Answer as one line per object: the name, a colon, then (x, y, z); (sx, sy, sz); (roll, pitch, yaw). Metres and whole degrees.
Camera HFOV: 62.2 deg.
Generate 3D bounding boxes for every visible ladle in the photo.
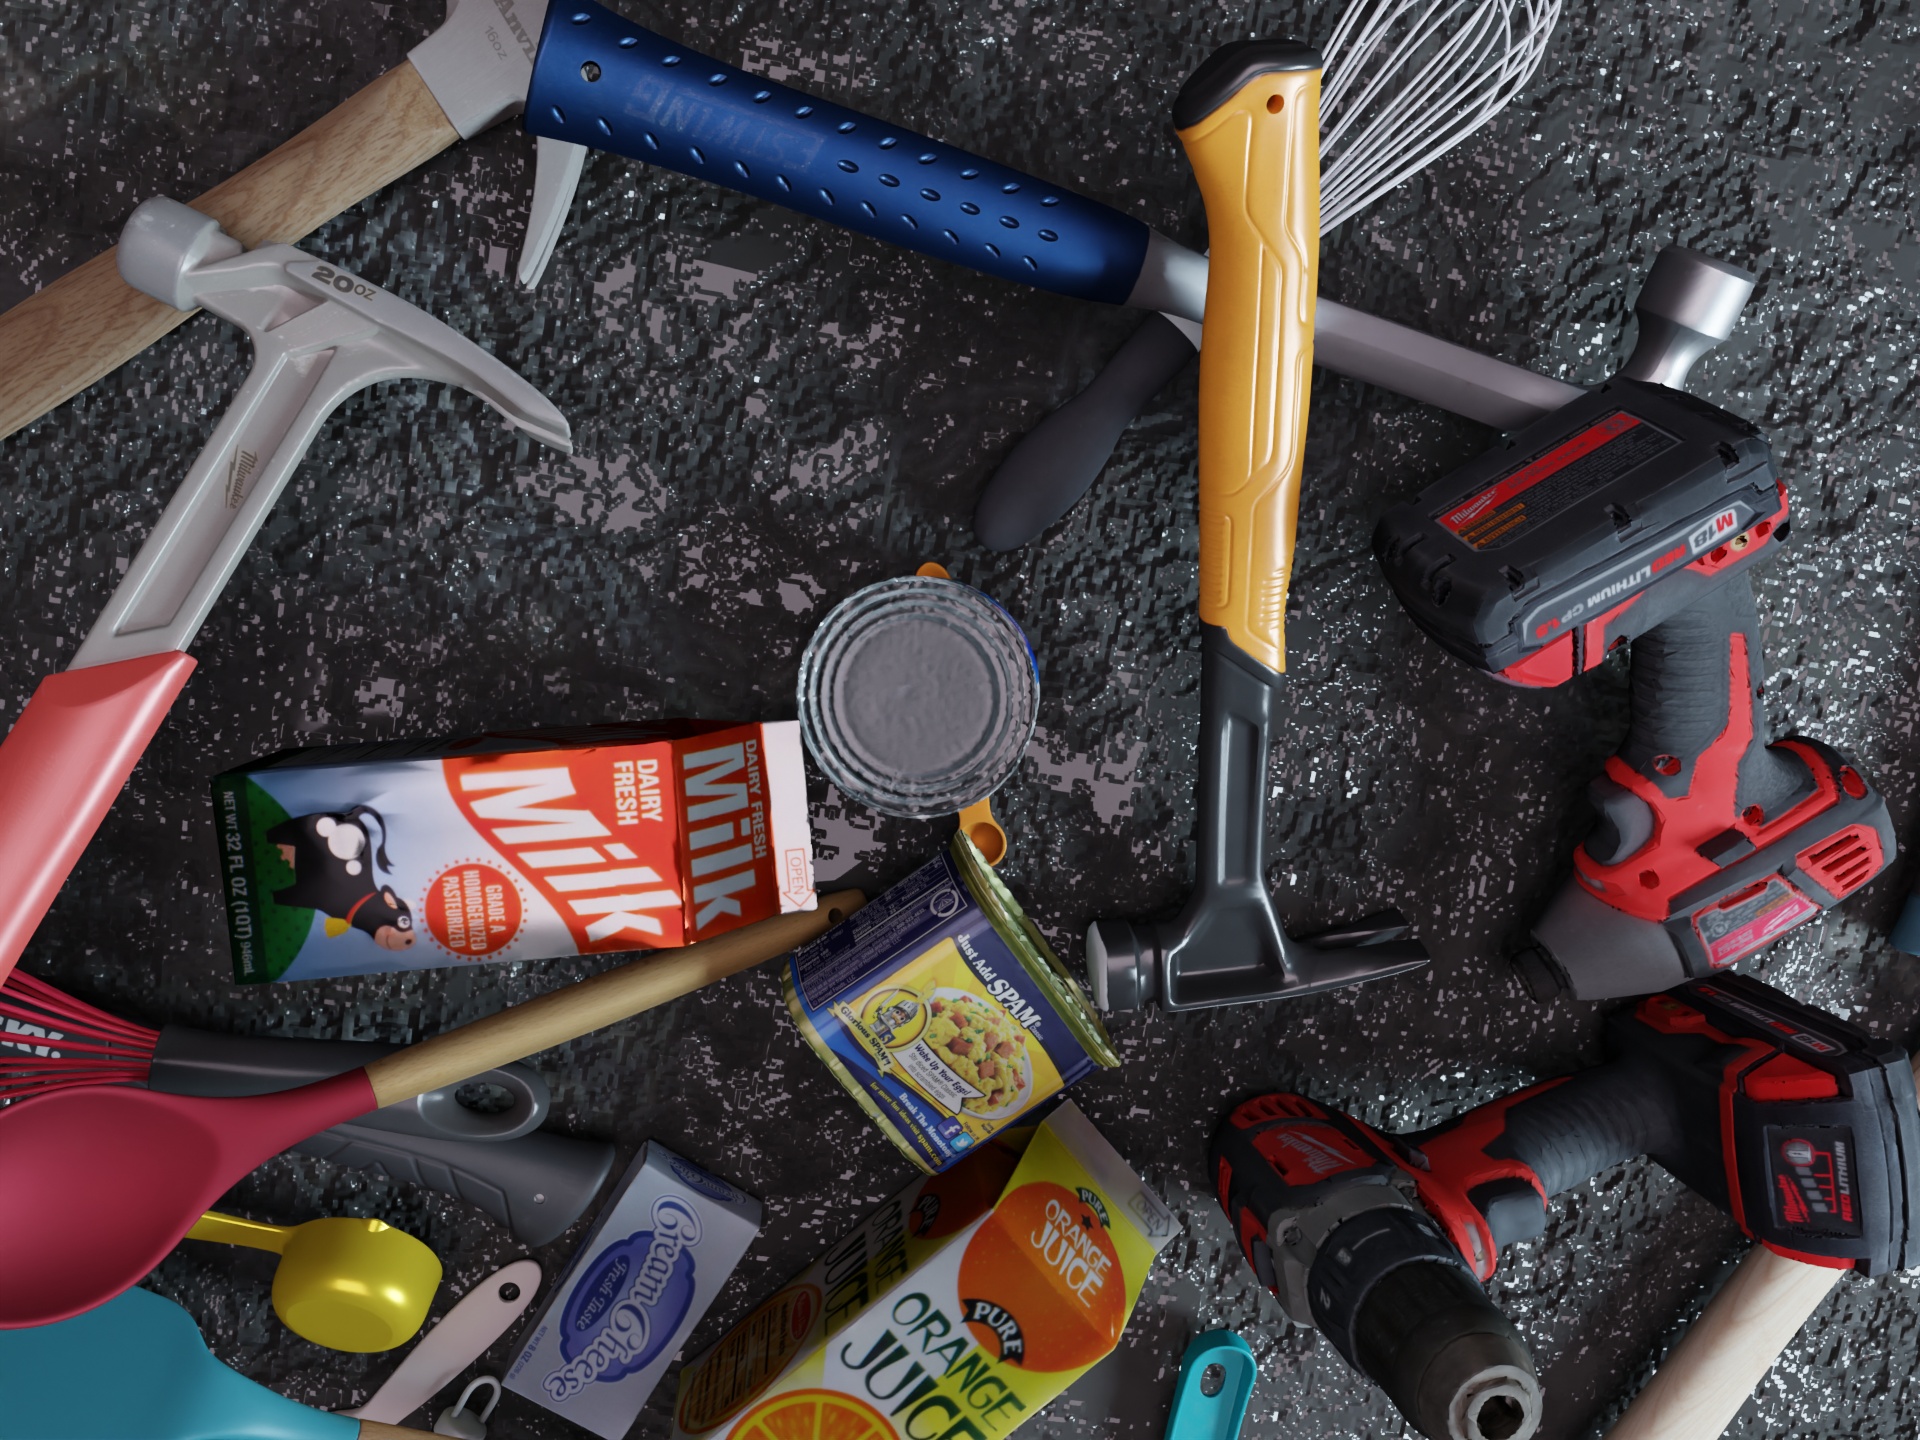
ladle: (-0.171, 0.112, 0.531); (0.315, 0.031, 0.069); (-18, 103, -26)

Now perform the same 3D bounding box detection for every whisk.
whisk: (-0.286, 0.109, 0.527); (0.295, 0.073, 0.073); (11, 97, -14)
whisk: (0.104, -0.167, 0.560); (0.070, 0.070, 0.284); (41, 97, -9)

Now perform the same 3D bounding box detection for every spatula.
spatula: (-0.199, 0.268, 0.578); (0.317, 0.082, 0.044); (26, 136, -23)

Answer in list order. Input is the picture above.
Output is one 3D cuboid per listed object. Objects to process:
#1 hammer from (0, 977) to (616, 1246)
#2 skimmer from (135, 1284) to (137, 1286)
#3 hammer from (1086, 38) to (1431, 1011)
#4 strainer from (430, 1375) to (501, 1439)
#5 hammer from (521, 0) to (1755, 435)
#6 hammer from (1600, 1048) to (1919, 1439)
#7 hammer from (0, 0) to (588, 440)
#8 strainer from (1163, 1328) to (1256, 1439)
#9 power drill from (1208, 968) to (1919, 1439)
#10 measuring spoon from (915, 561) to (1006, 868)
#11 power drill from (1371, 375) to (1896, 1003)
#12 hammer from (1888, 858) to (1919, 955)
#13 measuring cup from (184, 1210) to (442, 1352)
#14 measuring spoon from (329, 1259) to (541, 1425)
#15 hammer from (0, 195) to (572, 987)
hammer: (-0.289, 0.119, 0.573); (0.334, 0.035, 0.146); (19, 97, -8)
skimmer: (-0.236, 0.325, 0.546); (0.127, 0.090, 0.363); (-25, 85, -31)
hammer: (0.103, -0.046, 0.532); (0.127, 0.034, 0.336); (-6, 119, -5)
strainer: (-0.247, 0.363, 0.609); (0.086, 0.050, 0.258); (33, 88, -26)
hammer: (0.064, -0.139, 0.518); (0.405, 0.035, 0.144); (14, 112, -18)
hammer: (0.311, 0.238, 0.639); (0.146, 0.038, 0.410); (37, 92, -14)
hammer: (-0.272, -0.147, 0.539); (0.331, 0.031, 0.130); (-33, 99, 0)
strainer: (0.075, 0.414, 0.617); (0.211, 0.095, 0.340); (11, 98, -6)
power drill: (0.215, 0.167, 0.552); (0.226, 0.188, 0.080); (-12, 100, -8)
measuring spoon: (-0.001, -0.002, 0.597); (0.021, 0.011, 0.117); (-10, 95, 7)
power drill: (0.236, 0.005, 0.562); (0.143, 0.079, 0.219); (-31, 119, 4)
hammer: (0.425, -0.066, 0.613); (0.128, 0.033, 0.331); (11, 97, -7)
measuring cup: (-0.267, 0.194, 0.568); (0.156, 0.029, 0.062); (17, 132, -14)
measuring spoon: (-0.207, 0.253, 0.607); (0.124, 0.018, 0.034); (-44, 99, 1)
hammer: (-0.266, 0.021, 0.483); (0.149, 0.036, 0.359); (27, 79, -6)
